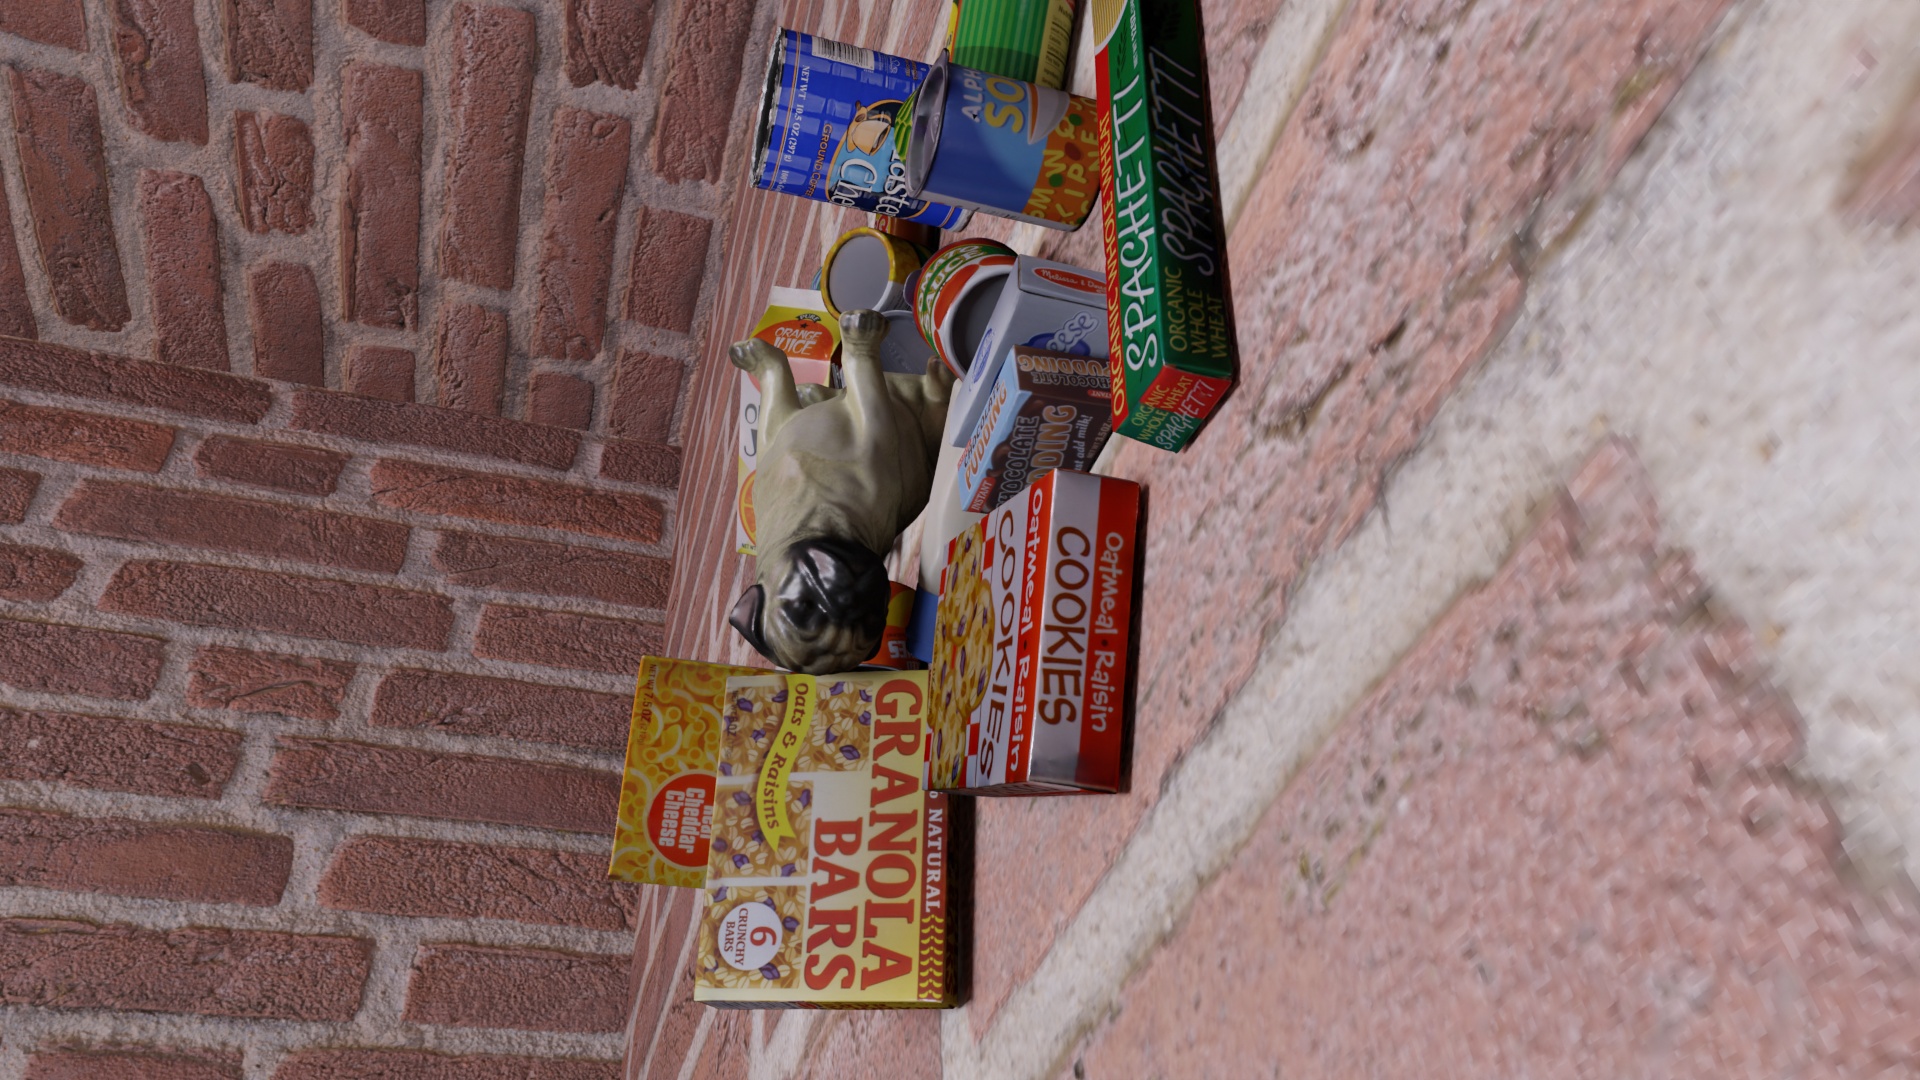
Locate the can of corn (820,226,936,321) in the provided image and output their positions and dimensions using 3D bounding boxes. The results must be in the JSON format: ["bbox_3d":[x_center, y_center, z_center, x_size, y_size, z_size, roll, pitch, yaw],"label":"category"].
[{"bbox_3d":[-0.052,-0.172,0.925,0.071,0.058,0.071,-4,84,37],"label":"can of corn"}]

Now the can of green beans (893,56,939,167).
[{"bbox_3d":[-0.003,-0.248,0.834,0.058,0.071,0.071,-160,80,-75],"label":"can of green beans"}]

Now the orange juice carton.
[{"bbox_3d":[-0.109,-0.083,0.992,0.073,0.072,0.192,-26,-56,-62],"label":"orange juice carton"}]

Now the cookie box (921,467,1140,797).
[{"bbox_3d":[0.027,0.048,0.604,0.167,0.040,0.123,145,132,-71],"label":"cookie box"}]

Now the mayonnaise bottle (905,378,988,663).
[{"bbox_3d":[0.003,-0.009,0.725,0.065,0.041,0.147,-109,29,-74],"label":"mayonnaise bottle"}]

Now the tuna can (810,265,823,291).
[{"bbox_3d":[-0.083,-0.195,1.100,0.033,0.071,0.071,-147,67,-73],"label":"tuna can"}]

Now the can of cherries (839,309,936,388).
[{"bbox_3d":[-0.041,-0.108,0.900,0.058,0.071,0.071,133,143,-66],"label":"can of cherries"}]

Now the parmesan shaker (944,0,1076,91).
[{"bbox_3d":[0.022,-0.252,0.737,0.071,0.071,0.103,-165,85,-75],"label":"parmesan shaker"}]

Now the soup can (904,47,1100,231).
[{"bbox_3d":[0.023,-0.193,0.674,0.071,0.084,0.071,-170,89,-75],"label":"soup can"}]

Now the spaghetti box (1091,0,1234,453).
[{"bbox_3d":[0.078,-0.154,0.556,0.050,0.029,0.251,122,153,-57],"label":"spaghetti box"}]

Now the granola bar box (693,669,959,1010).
[{"bbox_3d":[-0.063,0.151,0.707,0.039,0.124,0.166,70,-161,-62],"label":"granola bar box"}]

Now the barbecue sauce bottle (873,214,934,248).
[{"bbox_3d":[-0.039,-0.241,1.004,0.065,0.044,0.148,164,114,-71],"label":"barbecue sauce bottle"}]

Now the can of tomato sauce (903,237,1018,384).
[{"bbox_3d":[0.014,-0.111,0.685,0.083,0.071,0.071,-121,43,-67],"label":"can of tomato sauce"}]

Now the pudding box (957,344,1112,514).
[{"bbox_3d":[0.033,-0.046,0.614,0.083,0.050,0.030,117,155,-48],"label":"pudding box"}]

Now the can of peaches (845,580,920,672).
[{"bbox_3d":[-0.054,0.061,0.847,0.071,0.071,0.058,126,150,-59],"label":"can of peaches"}]

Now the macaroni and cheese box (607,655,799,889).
[{"bbox_3d":[-0.104,0.136,0.785,0.040,0.167,0.124,149,129,-78],"label":"macaroni and cheese box"}]

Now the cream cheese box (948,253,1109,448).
[{"bbox_3d":[0.034,-0.078,0.622,0.103,0.053,0.024,116,159,-48],"label":"cream cheese box"}]
